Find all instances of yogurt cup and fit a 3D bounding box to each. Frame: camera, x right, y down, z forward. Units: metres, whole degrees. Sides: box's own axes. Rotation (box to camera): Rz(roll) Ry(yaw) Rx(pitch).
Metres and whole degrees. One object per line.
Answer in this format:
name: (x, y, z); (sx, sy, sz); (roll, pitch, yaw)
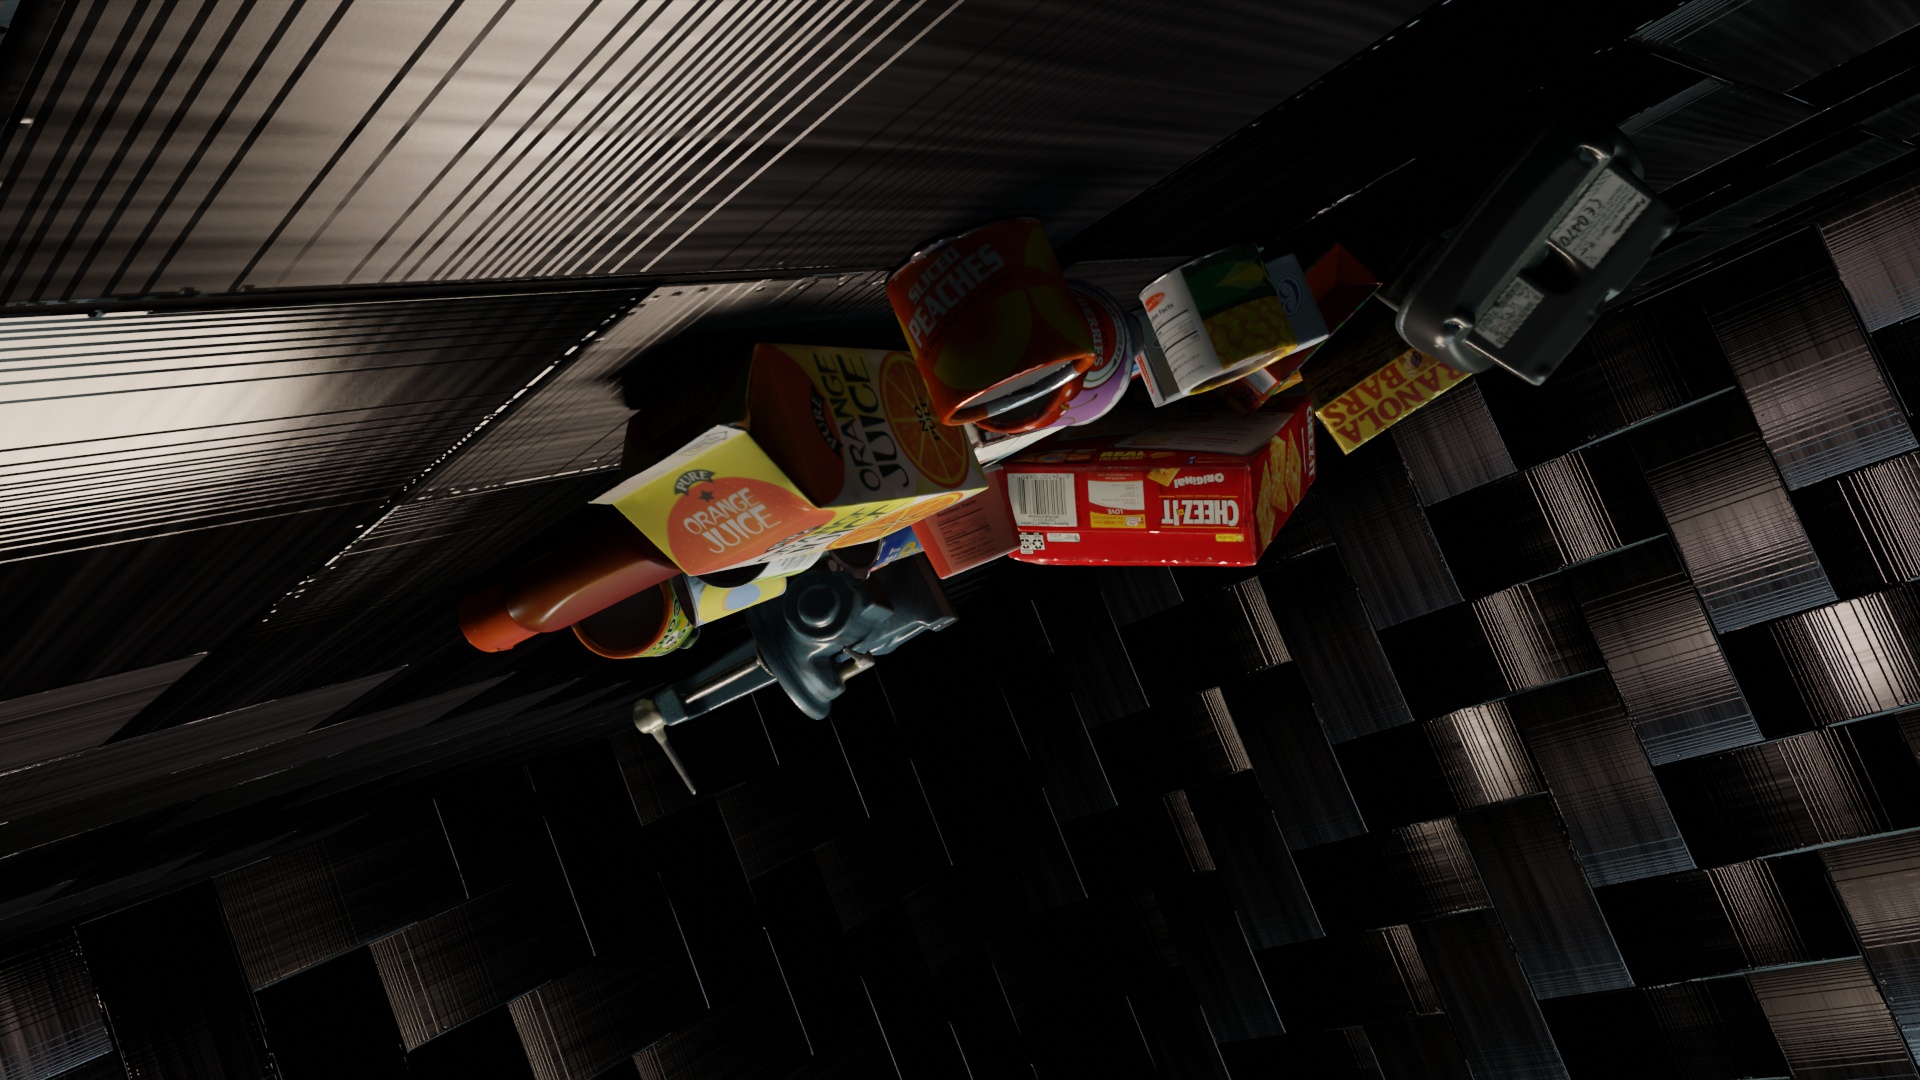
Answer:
yogurt cup: (0.003, -0.011, 0.852); (0.072, 0.054, 0.072); (-22, 178, -1)

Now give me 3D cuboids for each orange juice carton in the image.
orange juice carton: (-0.070, -0.036, 0.592); (0.071, 0.073, 0.193); (-25, 174, 27)

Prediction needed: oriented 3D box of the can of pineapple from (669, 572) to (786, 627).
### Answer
can of pineapple: (-0.142, 0.010, 0.819); (0.058, 0.071, 0.071); (-21, 175, -19)

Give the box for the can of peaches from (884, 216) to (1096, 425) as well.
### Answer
can of peaches: (0.011, -0.083, 0.531); (0.071, 0.058, 0.071); (-22, 175, -2)

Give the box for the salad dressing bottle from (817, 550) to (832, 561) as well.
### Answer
salad dressing bottle: (-0.103, -0.006, 0.942); (0.064, 0.044, 0.148); (-18, 178, 41)

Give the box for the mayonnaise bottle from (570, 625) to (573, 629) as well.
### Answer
mayonnaise bottle: (-0.221, 0.045, 0.980); (0.064, 0.041, 0.148); (-25, 175, 17)

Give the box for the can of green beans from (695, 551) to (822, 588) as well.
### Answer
can of green beans: (-0.110, -0.011, 0.731); (0.071, 0.071, 0.058); (-24, 175, 23)

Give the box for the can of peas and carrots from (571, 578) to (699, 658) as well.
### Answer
can of peas and carrots: (-0.202, 0.042, 0.870); (0.071, 0.071, 0.058); (-23, 174, 6)

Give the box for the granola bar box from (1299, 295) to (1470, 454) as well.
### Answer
granola bar box: (0.296, -0.137, 0.883); (0.165, 0.039, 0.125); (-35, -162, 20)

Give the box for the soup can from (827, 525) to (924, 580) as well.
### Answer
soup can: (-0.042, -0.018, 0.913); (0.084, 0.071, 0.071); (-18, 173, -42)

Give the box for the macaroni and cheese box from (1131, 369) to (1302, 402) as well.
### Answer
macaroni and cheese box: (0.232, -0.133, 1.065); (0.166, 0.040, 0.124); (-25, 175, 30)

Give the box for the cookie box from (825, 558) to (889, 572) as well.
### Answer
cookie box: (-0.097, 0.017, 1.232); (0.168, 0.040, 0.122); (-20, 175, -21)

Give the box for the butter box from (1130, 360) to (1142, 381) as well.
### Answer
butter box: (0.113, -0.115, 0.828); (0.104, 0.024, 0.053); (-21, 175, -15)

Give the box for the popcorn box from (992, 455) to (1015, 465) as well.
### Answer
popcorn box: (0.040, -0.045, 1.183); (0.127, 0.038, 0.085); (-19, 175, -37)

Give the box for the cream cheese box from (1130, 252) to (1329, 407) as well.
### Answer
cream cheese box: (0.148, -0.118, 0.777); (0.104, 0.053, 0.024); (-22, 176, -6)

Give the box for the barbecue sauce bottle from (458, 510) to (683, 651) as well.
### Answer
barbecue sauce bottle: (-0.211, 0.021, 0.761); (0.148, 0.043, 0.065); (-24, 174, 25)

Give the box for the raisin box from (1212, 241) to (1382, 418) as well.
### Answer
raisin box: (0.202, -0.126, 0.857); (0.086, 0.040, 0.123); (-45, 176, -3)

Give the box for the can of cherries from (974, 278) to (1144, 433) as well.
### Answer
can of cherries: (0.035, -0.082, 0.601); (0.071, 0.071, 0.058); (-26, 172, 35)

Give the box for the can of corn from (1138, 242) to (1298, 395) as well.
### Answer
can of corn: (0.137, -0.116, 0.727); (0.071, 0.058, 0.071); (-22, 175, -2)
